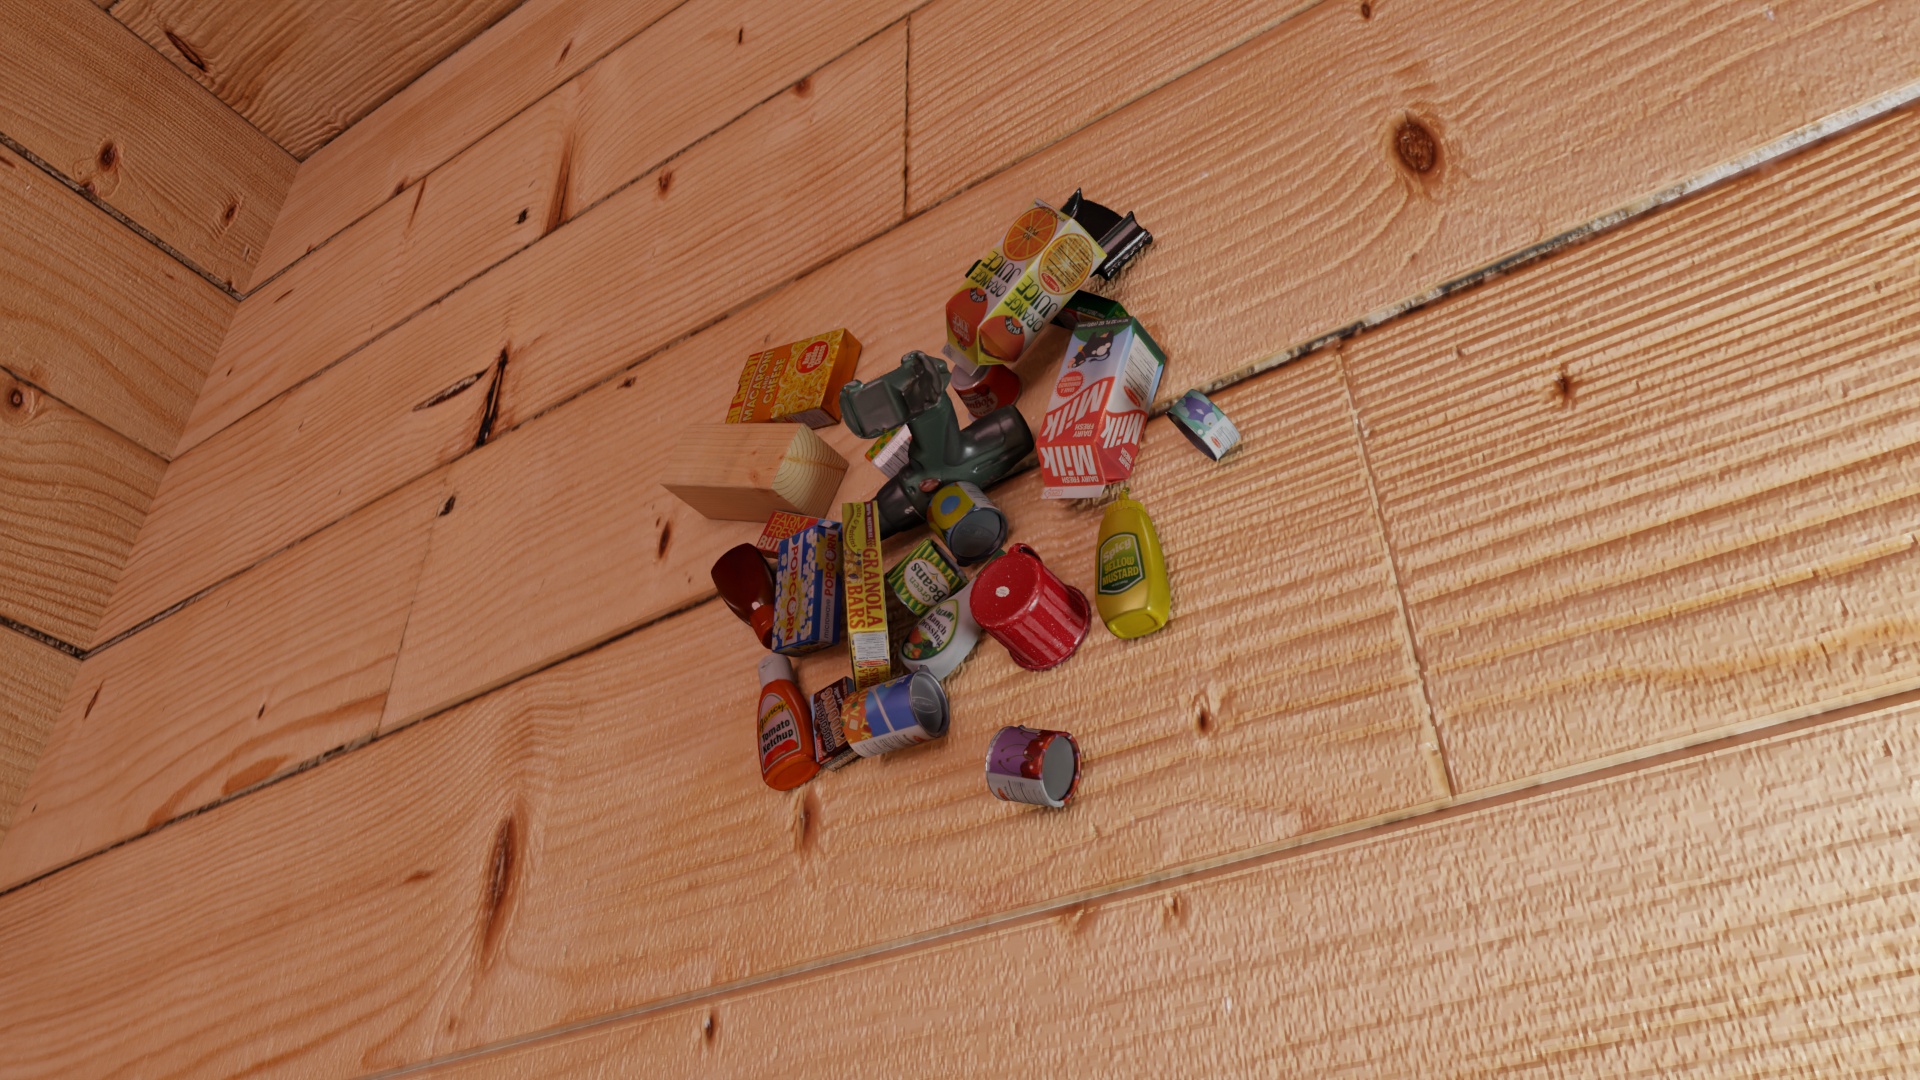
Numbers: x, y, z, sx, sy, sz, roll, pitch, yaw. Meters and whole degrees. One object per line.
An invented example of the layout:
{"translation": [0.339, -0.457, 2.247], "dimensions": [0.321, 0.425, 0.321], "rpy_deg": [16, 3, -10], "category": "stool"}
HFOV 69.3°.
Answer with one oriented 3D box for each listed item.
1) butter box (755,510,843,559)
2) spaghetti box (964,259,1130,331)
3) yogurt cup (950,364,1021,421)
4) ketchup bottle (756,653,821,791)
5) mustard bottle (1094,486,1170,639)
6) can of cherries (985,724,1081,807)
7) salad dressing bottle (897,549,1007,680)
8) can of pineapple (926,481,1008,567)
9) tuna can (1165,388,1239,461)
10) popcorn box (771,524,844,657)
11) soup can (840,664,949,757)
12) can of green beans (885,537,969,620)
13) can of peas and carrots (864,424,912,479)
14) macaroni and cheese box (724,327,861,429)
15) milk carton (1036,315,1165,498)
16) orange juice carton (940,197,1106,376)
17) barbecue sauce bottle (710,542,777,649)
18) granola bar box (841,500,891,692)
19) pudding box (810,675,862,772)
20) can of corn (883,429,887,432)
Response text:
{"translation": [-0.177, -0.001, 1.571], "dimensions": [0.103, 0.024, 0.053], "rpy_deg": [10, 66, 31], "category": "butter box"}
{"translation": [0.097, -0.264, 1.537], "dimensions": [0.029, 0.050, 0.250], "rpy_deg": [-53, 42, -7], "category": "spaghetti box"}
{"translation": [0.025, -0.172, 1.524], "dimensions": [0.072, 0.054, 0.073], "rpy_deg": [-21, 48, 26], "category": "yogurt cup"}
{"translation": [-0.183, 0.184, 1.437], "dimensions": [0.064, 0.043, 0.149], "rpy_deg": [-35, 43, 16], "category": "ketchup bottle"}
{"translation": [0.155, 0.012, 1.284], "dimensions": [0.065, 0.048, 0.161], "rpy_deg": [-21, 48, 24], "category": "mustard bottle"}
{"translation": [0.065, 0.194, 1.209], "dimensions": [0.058, 0.071, 0.072], "rpy_deg": [-1, 59, 39], "category": "can of cherries"}
{"translation": [0.003, 0.073, 1.366], "dimensions": [0.147, 0.044, 0.064], "rpy_deg": [-48, 41, 0], "category": "salad dressing bottle"}
{"translation": [0.005, -0.018, 1.416], "dimensions": [0.071, 0.071, 0.058], "rpy_deg": [-45, 42, 3], "category": "can of pineapple"}
{"translation": [0.227, -0.110, 1.304], "dimensions": [0.033, 0.071, 0.071], "rpy_deg": [-45, 42, 2], "category": "tuna can"}
{"translation": [-0.162, 0.055, 1.481], "dimensions": [0.085, 0.038, 0.127], "rpy_deg": [-22, 61, 52], "category": "popcorn box"}
{"translation": [-0.063, 0.164, 1.335], "dimensions": [0.083, 0.071, 0.072], "rpy_deg": [-20, 49, 28], "category": "soup can"}
{"translation": [-0.033, 0.039, 1.405], "dimensions": [0.058, 0.071, 0.071], "rpy_deg": [-41, 42, 7], "category": "can of green beans"}
{"translation": [-0.063, -0.093, 1.531], "dimensions": [0.059, 0.071, 0.071], "rpy_deg": [-49, 42, 0], "category": "can of peas and carrots"}
{"translation": [-0.212, -0.193, 1.743], "dimensions": [0.166, 0.040, 0.124], "rpy_deg": [-9, 54, 34], "category": "macaroni and cheese box"}
{"translation": [0.136, -0.124, 1.383], "dimensions": [0.072, 0.073, 0.191], "rpy_deg": [-1, 59, 39], "category": "milk carton"}
{"translation": [0.057, -0.261, 1.477], "dimensions": [0.192, 0.073, 0.072], "rpy_deg": [-49, 43, 4], "category": "orange juice carton"}
{"translation": [-0.232, 0.065, 1.565], "dimensions": [0.065, 0.043, 0.149], "rpy_deg": [-38, 43, 0], "category": "barbecue sauce bottle"}
{"translation": [-0.095, 0.062, 1.398], "dimensions": [0.039, 0.123, 0.166], "rpy_deg": [-5, 50, -3], "category": "granola bar box"}
{"translation": [-0.121, 0.184, 1.395], "dimensions": [0.049, 0.030, 0.084], "rpy_deg": [-30, 45, 20], "category": "pudding box"}
{"translation": [-0.070, -0.148, 1.580], "dimensions": [0.071, 0.058, 0.071], "rpy_deg": [-22, 48, 27], "category": "can of corn"}
